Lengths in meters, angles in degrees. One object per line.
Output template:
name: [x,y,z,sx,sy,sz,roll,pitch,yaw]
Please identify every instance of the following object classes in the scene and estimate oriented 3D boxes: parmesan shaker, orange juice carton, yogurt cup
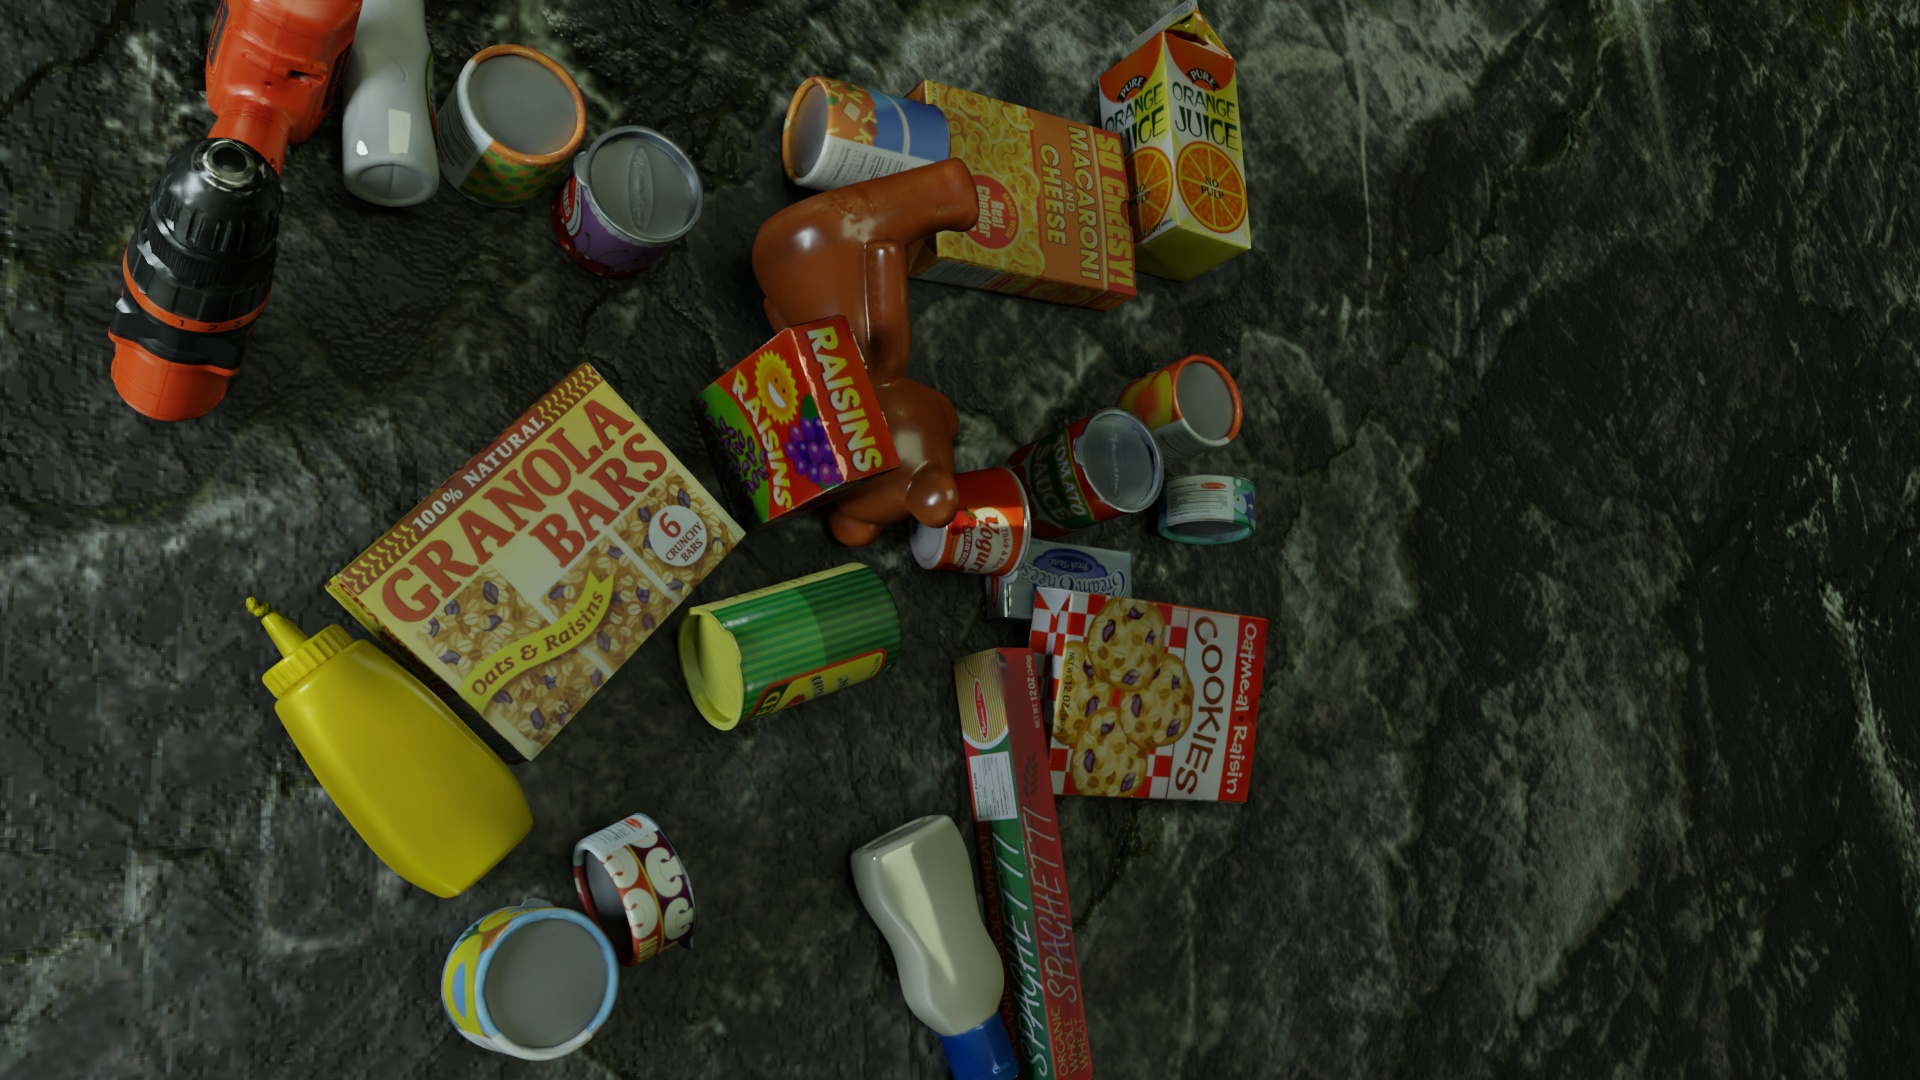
parmesan shaker: [-0.089,0.054,0.745,0.103,0.071,0.071,-16,87,-36]
orange juice carton: [0.153,-0.294,1.008,0.073,0.071,0.193,7,74,-34]
yogurt cup: [0.003,-0.010,0.833,0.054,0.072,0.072,-2,79,-27]

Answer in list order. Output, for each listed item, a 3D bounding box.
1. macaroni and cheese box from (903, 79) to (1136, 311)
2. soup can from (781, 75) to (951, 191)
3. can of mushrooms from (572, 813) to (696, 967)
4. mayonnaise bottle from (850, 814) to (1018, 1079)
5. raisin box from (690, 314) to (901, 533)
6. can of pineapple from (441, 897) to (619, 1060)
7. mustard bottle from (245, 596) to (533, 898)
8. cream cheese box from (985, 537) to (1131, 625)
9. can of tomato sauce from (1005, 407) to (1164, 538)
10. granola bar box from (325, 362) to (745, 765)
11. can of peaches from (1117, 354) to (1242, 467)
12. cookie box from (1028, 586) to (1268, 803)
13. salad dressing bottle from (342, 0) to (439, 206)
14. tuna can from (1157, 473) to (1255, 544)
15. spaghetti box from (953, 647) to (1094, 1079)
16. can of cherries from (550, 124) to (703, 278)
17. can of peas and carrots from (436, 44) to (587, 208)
macaroni and cheese box: [0.040,-0.227,0.931,0.167,0.040,0.124,3,76,-34]
soup can: [-0.059,-0.245,0.852,0.084,0.071,0.071,4,75,-34]
can of mushrooms: [-0.157,0.171,0.670,0.033,0.071,0.071,-20,90,-36]
mayonnaise bottle: [-0.009,0.232,0.772,0.065,0.041,0.148,-20,90,-35]
raisin box: [-0.090,-0.059,0.744,0.040,0.123,0.086,-18,88,-36]
can of pineapple: [-0.198,0.200,0.639,0.071,0.057,0.071,10,72,-32]
mustard bottle: [-0.265,0.087,0.629,0.065,0.048,0.160,-44,102,-35]
cream cheese box: [0.064,0.029,0.888,0.104,0.024,0.053,8,74,-33]
can of tomato sauce: [0.075,-0.041,0.877,0.071,0.083,0.071,10,72,-32]
granola bar box: [-0.207,0.010,0.696,0.124,0.039,0.166,49,56,-15]
can of peaches: [0.152,-0.091,0.960,0.071,0.058,0.071,9,73,-32]
cookie box: [0.117,0.100,0.878,0.167,0.040,0.123,10,86,-33]
salad dressing bottle: [-0.287,-0.242,0.699,0.044,0.064,0.148,0,70,-25]
tuna can: [0.168,-0.020,0.949,0.071,0.071,0.033,12,72,-32]
spaghetti box: [0.035,0.188,0.808,0.029,0.050,0.250,-1,78,-34]
can of cherries: [-0.184,-0.183,0.753,0.071,0.058,0.071,9,74,-33]
can of peas and carrots: [-0.234,-0.216,0.727,0.071,0.058,0.071,9,73,-33]
